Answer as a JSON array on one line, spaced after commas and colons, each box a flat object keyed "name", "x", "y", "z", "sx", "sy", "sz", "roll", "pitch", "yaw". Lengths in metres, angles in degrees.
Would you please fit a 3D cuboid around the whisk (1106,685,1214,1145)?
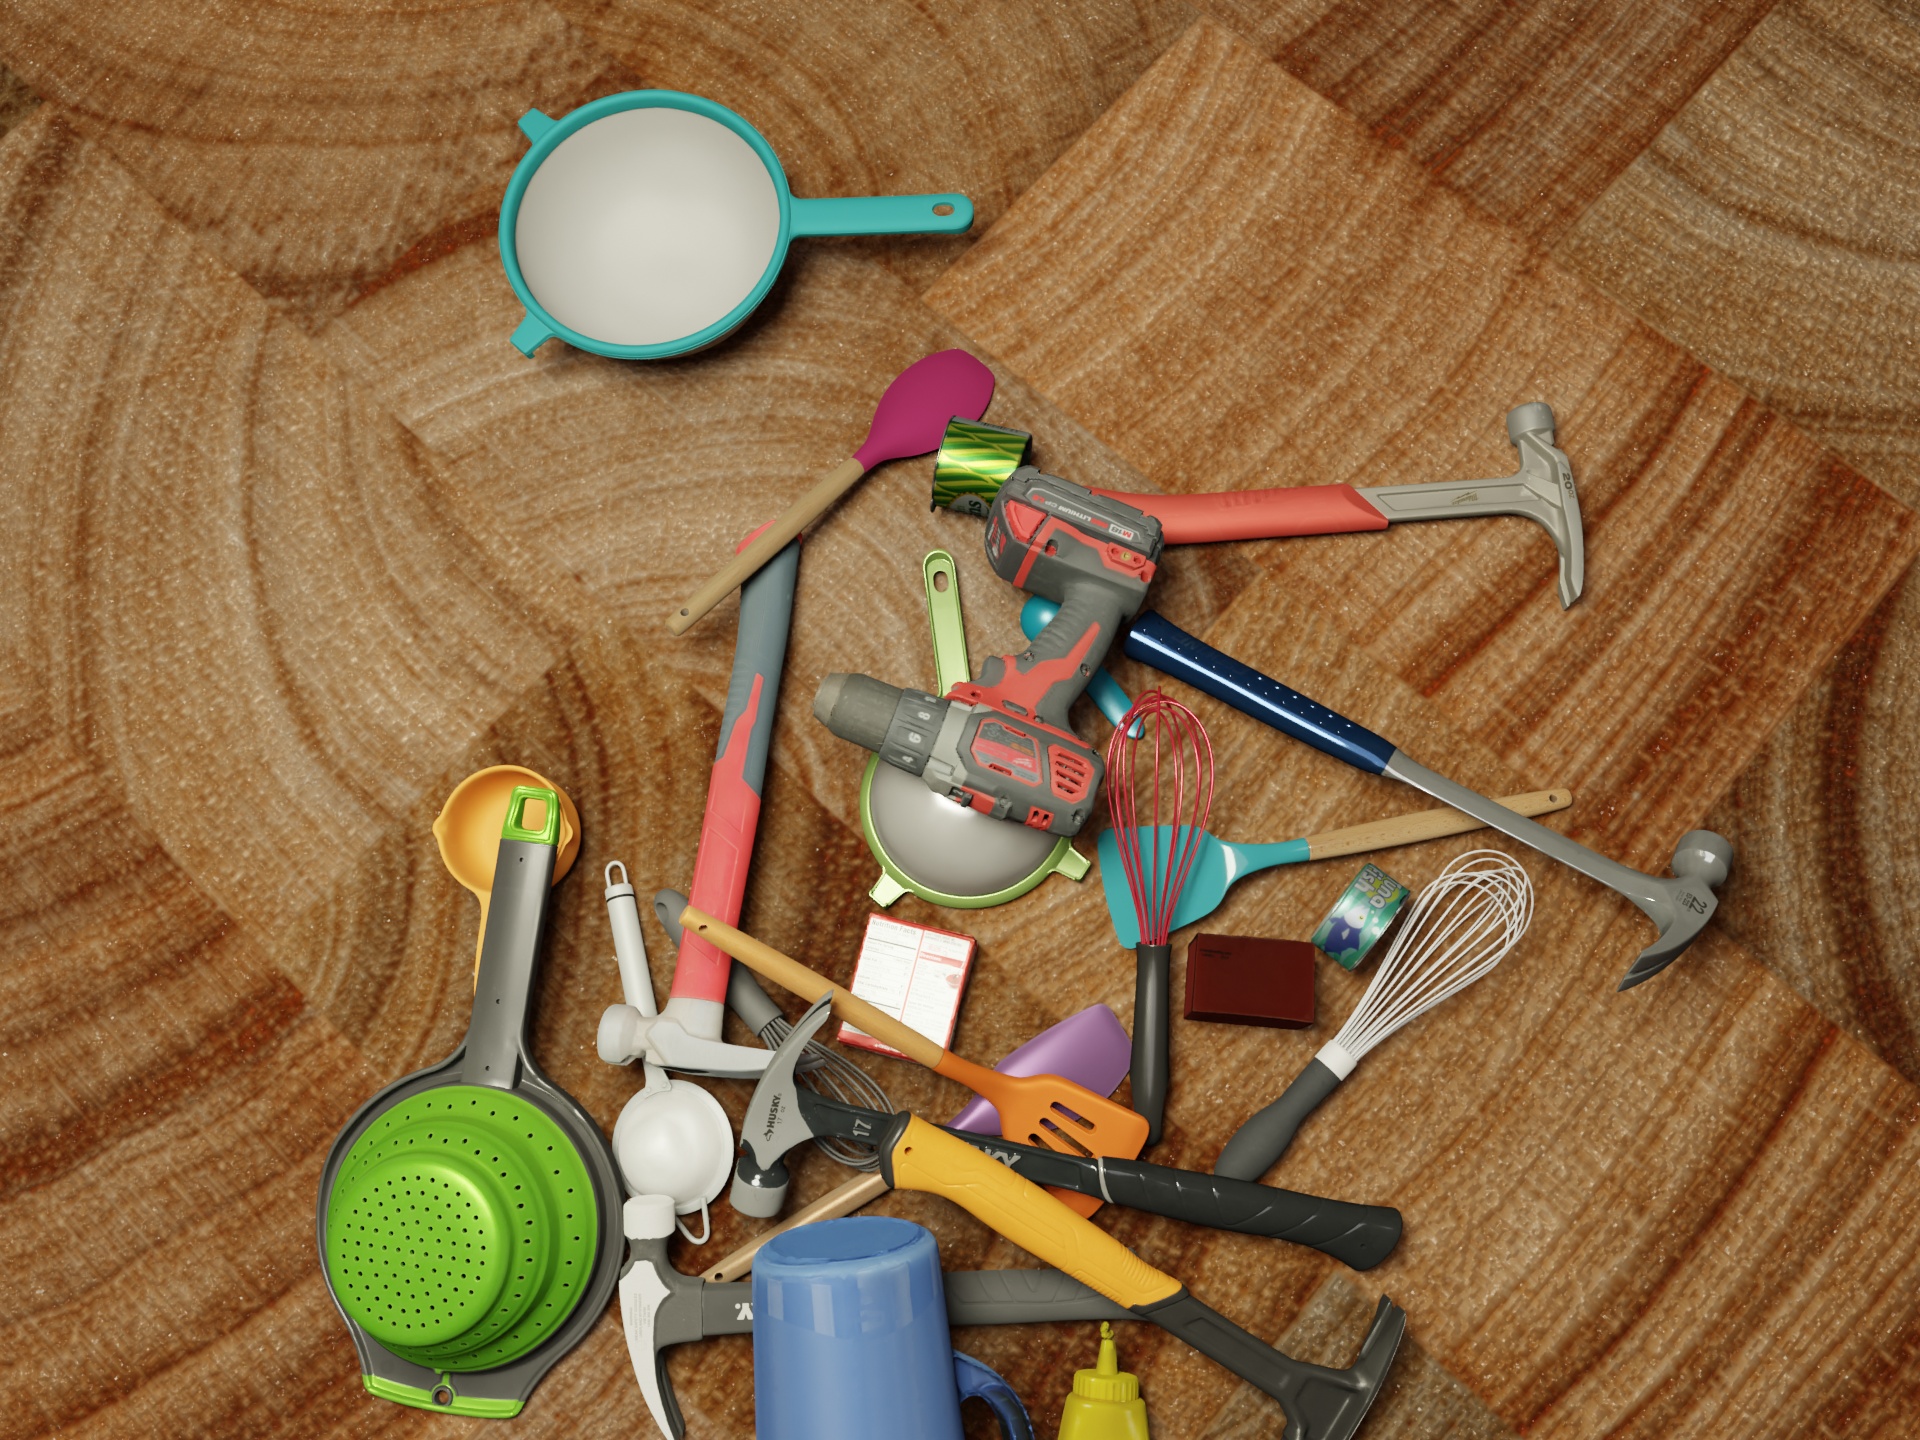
[{"name": "whisk", "x": 0.126, "y": 0.125, "z": 1.027, "sx": 0.073, "sy": 0.073, "sz": 0.296, "roll": 2, "pitch": 87, "yaw": 4}]

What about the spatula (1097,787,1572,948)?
[{"name": "spatula", "x": 0.254, "y": 0.082, "z": 1.066, "sx": 0.317, "sy": 0.044, "sz": 0.082, "roll": -10, "pitch": 74, "yaw": -5}]

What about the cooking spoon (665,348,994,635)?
[{"name": "cooking spoon", "x": -0.090, "y": -0.165, "z": 1.127, "sx": 0.069, "sy": 0.017, "sz": 0.319, "roll": 40, "pitch": 68, "yaw": 13}]

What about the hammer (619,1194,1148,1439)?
[{"name": "hammer", "x": -0.041, "y": 0.366, "z": 0.987, "sx": 0.334, "sy": 0.035, "sz": 0.146, "roll": -2, "pitch": 86, "yaw": -1}]

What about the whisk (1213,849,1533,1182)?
[{"name": "whisk", "x": 0.262, "y": 0.193, "z": 1.019, "sx": 0.284, "sy": 0.070, "sz": 0.070, "roll": -45, "pitch": 77, "yaw": -5}]

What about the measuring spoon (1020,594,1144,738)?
[{"name": "measuring spoon", "x": 0.088, "y": -0.040, "z": 1.108, "sx": 0.042, "sy": 0.021, "sz": 0.129, "roll": -35, "pitch": 74, "yaw": -6}]

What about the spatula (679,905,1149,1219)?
[{"name": "spatula", "x": -0.033, "y": 0.201, "z": 0.984, "sx": 0.322, "sy": 0.041, "sz": 0.081, "roll": 32, "pitch": 98, "yaw": -14}]

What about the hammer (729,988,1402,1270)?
[{"name": "hammer", "x": 0.071, "y": 0.272, "z": 0.975, "sx": 0.409, "sy": 0.036, "sz": 0.149, "roll": 13, "pitch": 107, "yaw": -4}]

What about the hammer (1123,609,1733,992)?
[{"name": "hammer", "x": 0.287, "y": 0.034, "z": 1.035, "sx": 0.406, "sy": 0.035, "sz": 0.144, "roll": 29, "pitch": 45, "yaw": 19}]

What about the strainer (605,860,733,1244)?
[{"name": "strainer", "x": -0.207, "y": 0.214, "z": 1.046, "sx": 0.087, "sy": 0.050, "sz": 0.259, "roll": -20, "pitch": 70, "yaw": 12}]

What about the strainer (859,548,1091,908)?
[{"name": "strainer", "x": -0.002, "y": -0.003, "z": 1.078, "sx": 0.151, "sy": 0.069, "sz": 0.256, "roll": -8, "pitch": 75, "yaw": 1}]

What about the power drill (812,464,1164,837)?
[{"name": "power drill", "x": 0.023, "y": -0.051, "z": 1.033, "sx": 0.188, "sy": 0.080, "sz": 0.227, "roll": 22, "pitch": 65, "yaw": -1}]

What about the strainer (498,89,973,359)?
[{"name": "strainer", "x": -0.160, "y": -0.350, "z": 1.175, "sx": 0.340, "sy": 0.095, "sz": 0.211, "roll": -2, "pitch": 77, "yaw": 0}]

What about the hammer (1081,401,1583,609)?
[{"name": "hammer", "x": 0.250, "y": -0.140, "z": 1.121, "sx": 0.359, "sy": 0.036, "sz": 0.149, "roll": -4, "pitch": 74, "yaw": 1}]

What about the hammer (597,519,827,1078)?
[{"name": "hammer", "x": -0.135, "y": 0.043, "z": 1.066, "sx": 0.143, "sy": 0.038, "sz": 0.387, "roll": 4, "pitch": 68, "yaw": 9}]

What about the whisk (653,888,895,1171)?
[{"name": "whisk", "x": -0.125, "y": 0.197, "z": 1.042, "sx": 0.055, "sy": 0.055, "sz": 0.239, "roll": -42, "pitch": 72, "yaw": -8}]

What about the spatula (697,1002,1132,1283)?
[{"name": "spatula", "x": -0.028, "y": 0.283, "z": 1.026, "sx": 0.316, "sy": 0.018, "sz": 0.060, "roll": -29, "pitch": 82, "yaw": -6}]

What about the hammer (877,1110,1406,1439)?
[{"name": "hammer", "x": 0.101, "y": 0.324, "z": 0.946, "sx": 0.337, "sy": 0.034, "sz": 0.127, "roll": 33, "pitch": 86, "yaw": -5}]

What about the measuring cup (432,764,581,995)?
[{"name": "measuring cup", "x": -0.304, "y": 0.119, "z": 1.073, "sx": 0.095, "sy": 0.052, "sz": 0.174, "roll": 2, "pitch": 82, "yaw": 4}]

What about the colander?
[{"name": "colander", "x": -0.306, "y": 0.236, "z": 0.984, "sx": 0.204, "sy": 0.094, "sz": 0.397, "roll": 7, "pitch": 84, "yaw": 6}]
